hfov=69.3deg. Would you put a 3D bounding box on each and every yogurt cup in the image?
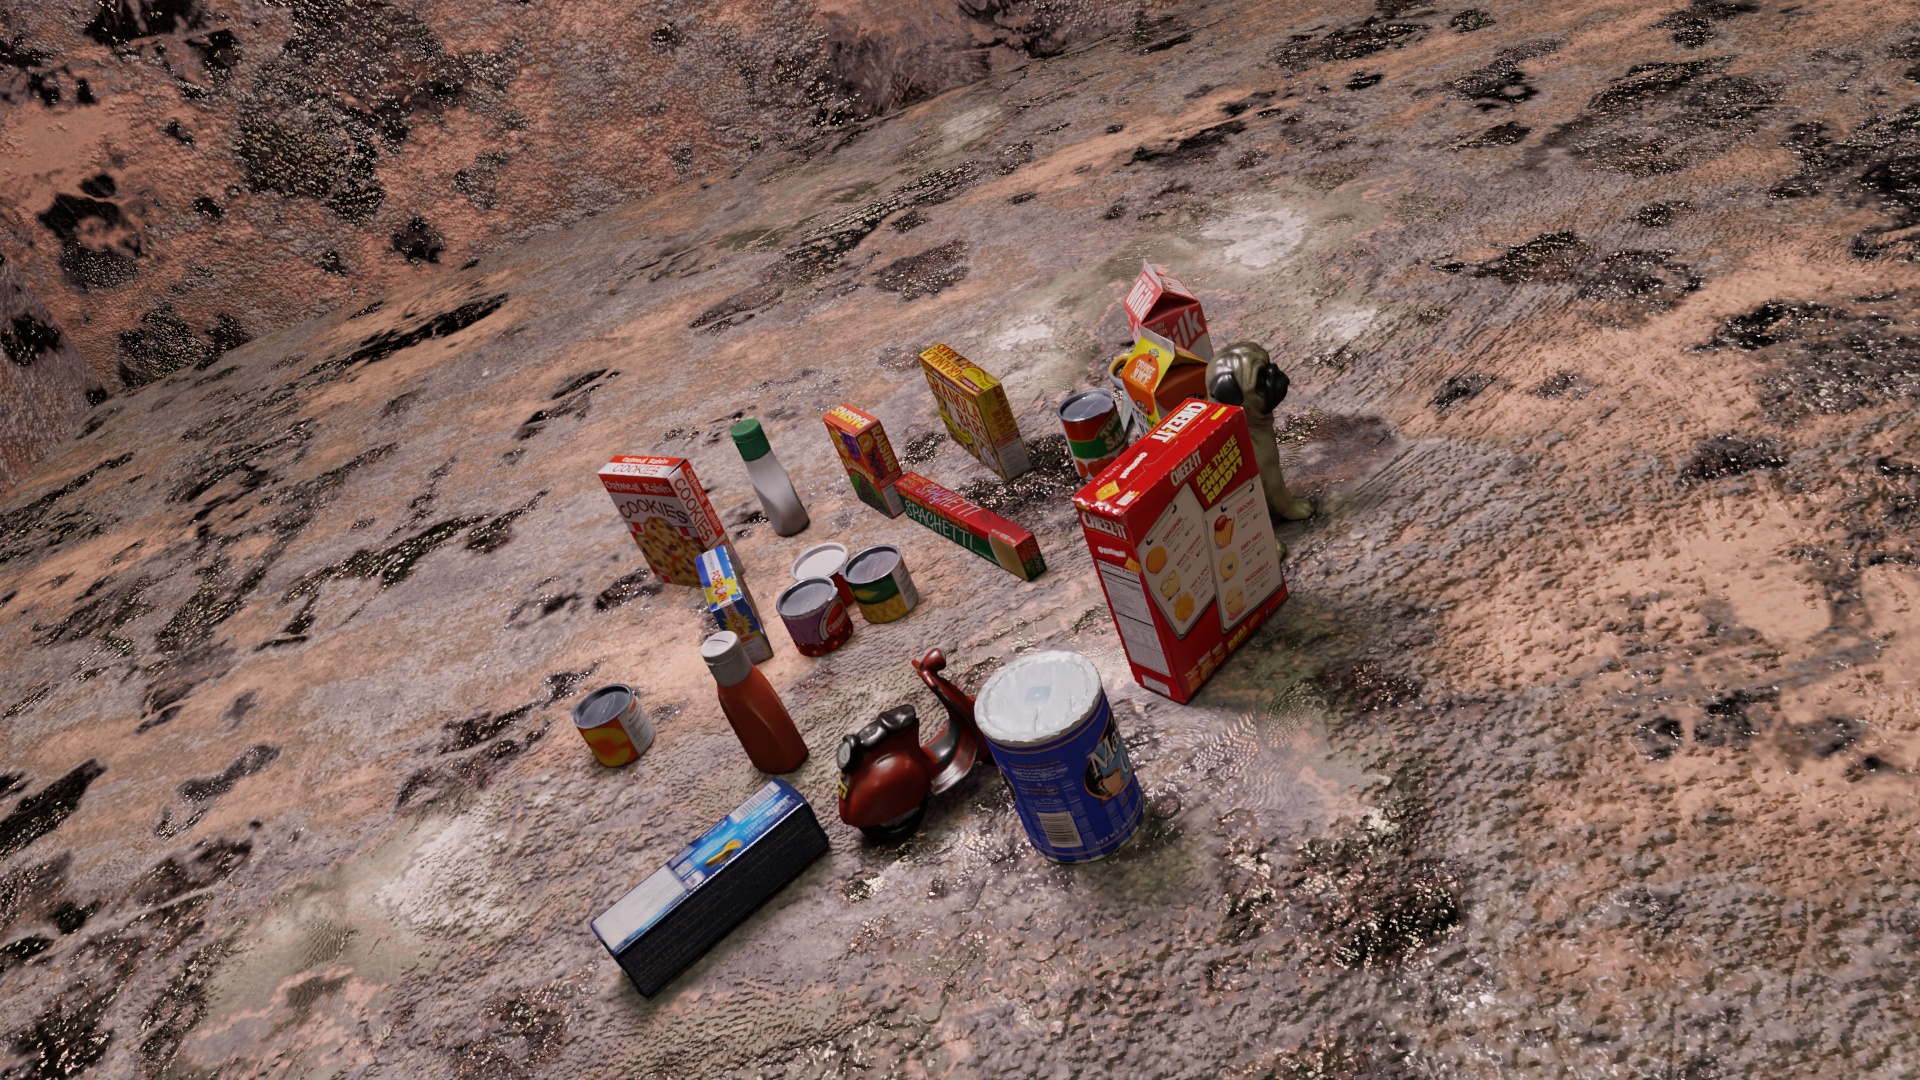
[{"bbox_3d":[-0.146,0.043,1.526,0.072,0.053,0.073,-16,32,10],"label":"yogurt cup"}]

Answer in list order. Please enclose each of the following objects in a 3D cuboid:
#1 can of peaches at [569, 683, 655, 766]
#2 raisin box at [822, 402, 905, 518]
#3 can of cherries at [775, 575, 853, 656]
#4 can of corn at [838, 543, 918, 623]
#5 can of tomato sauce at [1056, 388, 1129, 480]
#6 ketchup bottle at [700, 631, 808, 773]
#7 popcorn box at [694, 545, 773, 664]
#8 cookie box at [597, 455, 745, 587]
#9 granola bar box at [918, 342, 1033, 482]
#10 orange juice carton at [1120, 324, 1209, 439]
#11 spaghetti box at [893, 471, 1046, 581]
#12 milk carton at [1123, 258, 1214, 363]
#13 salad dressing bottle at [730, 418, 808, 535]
[{"bbox_3d":[-0.358,0.191,1.429,0.071,0.057,0.071,-16,32,10],"label":"can of peaches"},{"bbox_3d":[-0.109,-0.095,1.646,0.040,0.123,0.086,-34,33,-18],"label":"raisin box"},{"bbox_3d":[-0.152,0.080,1.470,0.071,0.058,0.072,-16,32,10],"label":"can of cherries"},{"bbox_3d":[-0.087,0.047,1.481,0.071,0.058,0.071,-16,32,10],"label":"can of corn"},{"bbox_3d":[0.153,-0.119,1.561,0.071,0.082,0.071,-16,32,10],"label":"can of tomato sauce"},{"bbox_3d":[-0.197,0.152,1.303,0.064,0.148,0.044,5,41,37],"label":"ketchup bottle"},{"bbox_3d":[-0.248,0.071,1.517,0.038,0.085,0.127,-26,32,-5],"label":"popcorn box"},{"bbox_3d":[-0.339,-0.022,1.635,0.123,0.166,0.040,4,40,36],"label":"cookie box"},{"bbox_3d":[0.016,-0.155,1.659,0.039,0.123,0.166,-30,32,-12],"label":"granola bar box"},{"bbox_3d":[0.225,-0.131,1.432,0.073,0.191,0.072,-28,32,-9],"label":"orange juice carton"},{"bbox_3d":[0.005,-0.019,1.532,0.029,0.050,0.250,-35,34,-20],"label":"spaghetti box"},{"bbox_3d":[0.238,-0.221,1.561,0.073,0.189,0.072,-21,31,2],"label":"milk carton"},{"bbox_3d":[-0.230,-0.076,1.668,0.044,0.147,0.064,-32,33,-15],"label":"salad dressing bottle"}]
